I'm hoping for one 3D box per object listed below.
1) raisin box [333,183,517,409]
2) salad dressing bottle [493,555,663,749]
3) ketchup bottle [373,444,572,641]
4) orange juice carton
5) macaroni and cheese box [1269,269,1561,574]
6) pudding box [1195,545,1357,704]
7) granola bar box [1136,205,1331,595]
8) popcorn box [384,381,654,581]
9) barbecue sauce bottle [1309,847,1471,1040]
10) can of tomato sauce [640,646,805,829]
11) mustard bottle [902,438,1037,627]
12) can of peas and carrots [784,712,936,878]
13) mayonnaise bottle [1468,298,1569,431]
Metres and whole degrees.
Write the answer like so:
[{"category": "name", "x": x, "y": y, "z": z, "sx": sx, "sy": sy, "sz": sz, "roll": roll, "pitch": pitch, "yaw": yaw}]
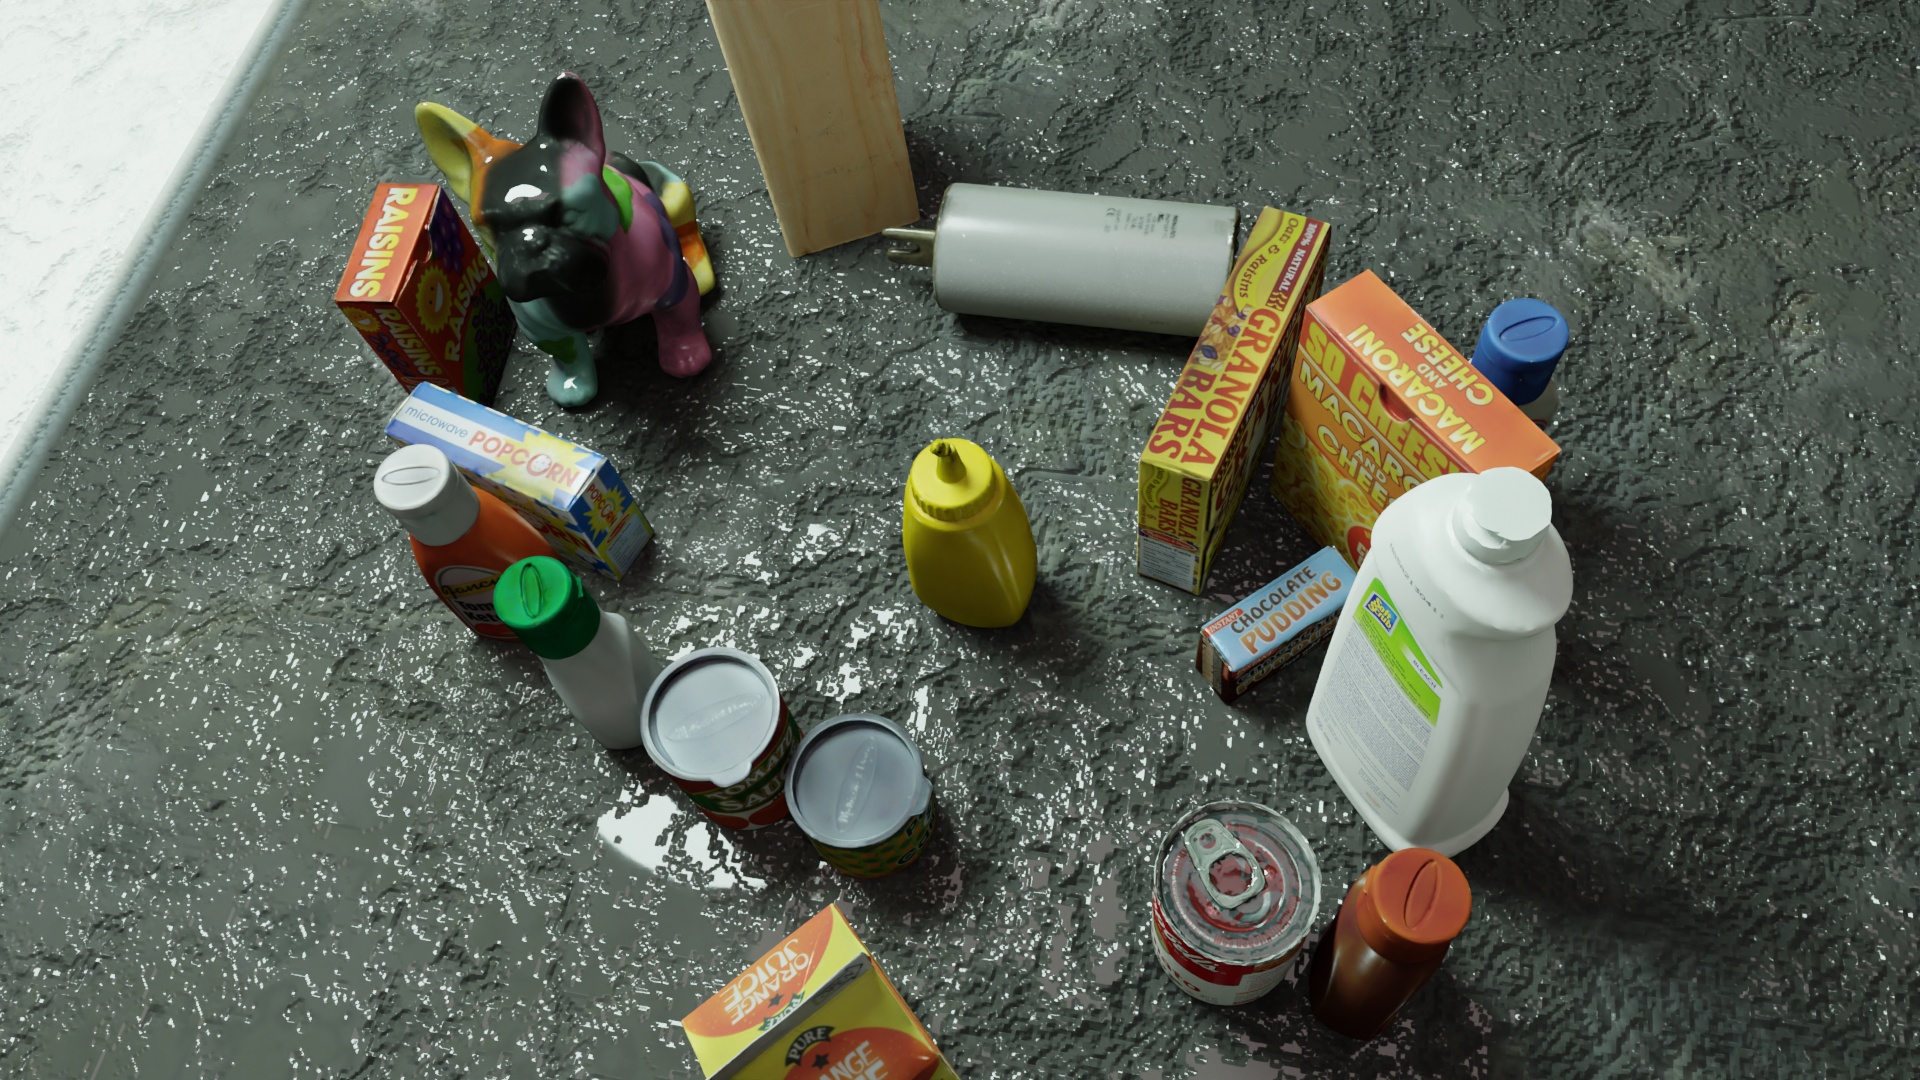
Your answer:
[{"category": "raisin box", "x": -0.305, "y": -0.135, "z": 0.807, "sx": 0.040, "sy": 0.123, "sz": 0.086, "roll": 3, "pitch": 62, "yaw": 8}, {"category": "salad dressing bottle", "x": -0.181, "y": 0.055, "z": 0.676, "sx": 0.044, "sy": 0.147, "sz": 0.064, "roll": -16, "pitch": 61, "yaw": -2}, {"category": "ketchup bottle", "x": -0.249, "y": 0.003, "z": 0.711, "sx": 0.065, "sy": 0.148, "sz": 0.044, "roll": -7, "pitch": 61, "yaw": 3}, {"category": "orange juice carton", "x": -0.051, "y": 0.207, "z": 0.554, "sx": 0.072, "sy": 0.191, "sz": 0.073, "roll": -35, "pitch": 64, "yaw": -12}, {"category": "macaroni and cheese box", "x": 0.209, "y": -0.032, "z": 0.670, "sx": 0.040, "sy": 0.165, "sz": 0.124, "roll": -32, "pitch": 63, "yaw": -10}, {"category": "pudding box", "x": 0.161, "y": 0.043, "z": 0.701, "sx": 0.084, "sy": 0.049, "sz": 0.030, "roll": -31, "pitch": 63, "yaw": -10}, {"category": "granola bar box", "x": 0.141, "y": -0.070, "z": 0.722, "sx": 0.039, "sy": 0.123, "sz": 0.166, "roll": 21, "pitch": 66, "yaw": 17}, {"category": "popcorn box", "x": -0.242, "y": -0.032, "z": 0.766, "sx": 0.127, "sy": 0.085, "sz": 0.038, "roll": 22, "pitch": 67, "yaw": 17}, {"category": "barbecue sauce bottle", "x": 0.177, "y": 0.165, "z": 0.577, "sx": 0.044, "sy": 0.148, "sz": 0.065, "roll": 22, "pitch": 67, "yaw": 17}, {"category": "can of tomato sauce", "x": -0.111, "y": 0.100, "z": 0.681, "sx": 0.071, "sy": 0.082, "sz": 0.071, "roll": -3, "pitch": 62, "yaw": 5}, {"category": "mustard bottle", "x": 0.002, "y": -0.009, "z": 0.684, "sx": 0.065, "sy": 0.159, "sz": 0.049, "roll": 10, "pitch": 64, "yaw": 12}, {"category": "can of peas and carrots", "x": -0.044, "y": 0.125, "z": 0.674, "sx": 0.071, "sy": 0.058, "sz": 0.071, "roll": -3, "pitch": 62, "yaw": 5}, {"category": "mayonnaise bottle", "x": 0.263, "y": -0.061, "z": 0.690, "sx": 0.065, "sy": 0.147, "sz": 0.041, "roll": -18, "pitch": 62, "yaw": -3}]
